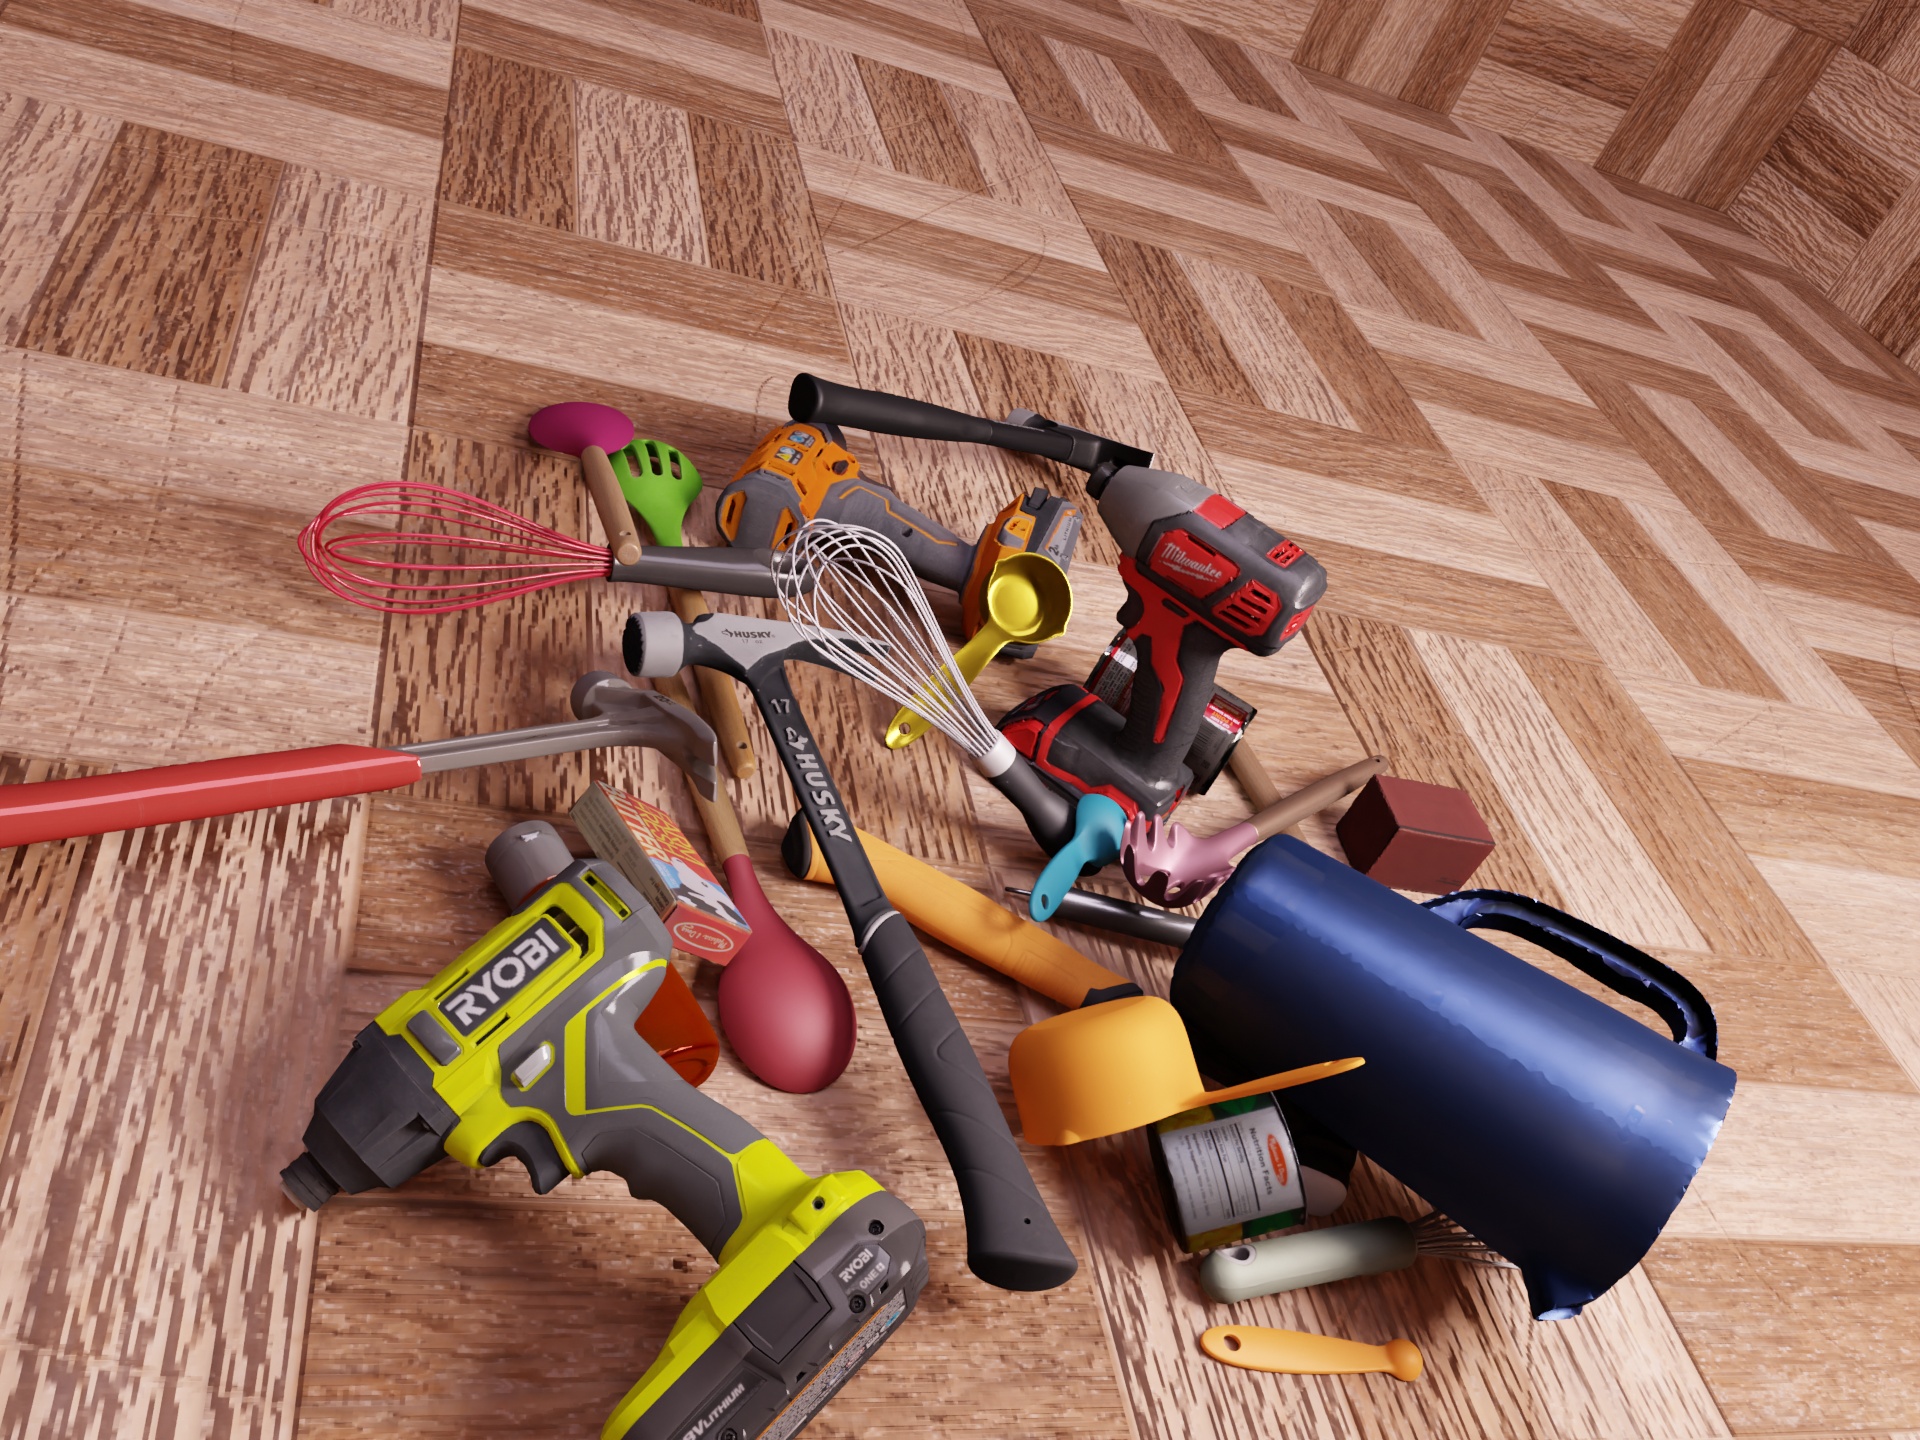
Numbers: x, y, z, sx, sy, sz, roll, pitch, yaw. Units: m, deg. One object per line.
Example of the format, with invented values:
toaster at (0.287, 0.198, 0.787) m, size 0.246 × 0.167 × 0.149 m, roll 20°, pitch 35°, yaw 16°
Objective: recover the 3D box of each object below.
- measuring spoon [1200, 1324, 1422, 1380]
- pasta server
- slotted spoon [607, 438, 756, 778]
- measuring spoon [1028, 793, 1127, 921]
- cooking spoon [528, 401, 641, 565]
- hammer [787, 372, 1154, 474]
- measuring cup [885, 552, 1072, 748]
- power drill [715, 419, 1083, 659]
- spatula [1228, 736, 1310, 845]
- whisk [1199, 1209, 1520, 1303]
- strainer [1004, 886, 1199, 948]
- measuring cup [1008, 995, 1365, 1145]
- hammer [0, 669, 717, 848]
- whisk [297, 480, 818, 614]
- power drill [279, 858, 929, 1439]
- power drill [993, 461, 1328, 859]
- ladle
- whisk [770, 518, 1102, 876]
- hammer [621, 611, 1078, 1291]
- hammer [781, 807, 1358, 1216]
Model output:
measuring spoon at (0.163, 0.288, 0.729) m, size 0.117 × 0.011 × 0.021 m, roll 12°, pitch 38°, yaw -18°
pasta server at (0.192, 0.057, 0.974) m, size 0.060 × 0.040 × 0.316 m, roll 39°, pitch 34°, yaw 26°
slotted spoon at (-0.168, -0.082, 0.977) m, size 0.070 × 0.031 × 0.314 m, roll -2°, pitch 46°, yaw -25°
measuring spoon at (0.067, 0.076, 0.860) m, size 0.128 × 0.021 × 0.042 m, roll -43°, pitch 115°, yaw -59°
cooking spoon at (-0.219, -0.153, 0.963) m, size 0.068 × 0.017 × 0.319 m, roll -4°, pitch 26°, yaw -17°
hammer at (0.005, -0.207, 1.131) m, size 0.146 × 0.035 × 0.334 m, roll 27°, pitch 18°, yaw 34°
measuring cup at (0.006, -0.039, 0.977) m, size 0.062 × 0.029 × 0.156 m, roll 46°, pitch 76°, yaw -10°
power drill at (-0.037, -0.139, 1.081) m, size 0.226 × 0.084 × 0.164 m, roll 21°, pitch 35°, yaw -1°
spatula at (0.210, 0.070, 1.019) m, size 0.059 × 0.018 × 0.316 m, roll 2°, pitch 44°, yaw -31°
whisk at (0.222, 0.255, 0.781) m, size 0.246 × 0.059 × 0.058 m, roll -1°, pitch 7°, yaw -26°
strainer at (0.149, 0.127, 0.896) m, size 0.258 × 0.050 × 0.087 m, roll 15°, pitch 2°, yaw -5°
measuring cup at (0.098, 0.150, 0.726) m, size 0.095 × 0.173 × 0.052 m, roll -7°, pitch 78°, yaw -55°
hammer at (-0.295, 0.028, 0.714) m, size 0.359 × 0.036 × 0.149 m, roll -9°, pitch 19°, yaw -30°
whisk at (-0.221, -0.093, 0.914) m, size 0.295 × 0.073 × 0.073 m, roll 2°, pitch 42°, yaw -25°
power drill at (-0.137, 0.179, 0.609) m, size 0.223 × 0.080 × 0.171 m, roll 40°, pitch 67°, yaw 21°
power drill at (0.101, -0.038, 0.916) m, size 0.143 × 0.219 × 0.078 m, roll 37°, pitch 37°, yaw 14°
ladle at (-0.123, 0.057, 0.833) m, size 0.069 × 0.031 × 0.316 m, roll 1°, pitch 41°, yaw -30°
whisk at (-0.002, -0.002, 0.853) m, size 0.284 × 0.070 × 0.070 m, roll 49°, pitch 24°, yaw -32°
hammer at (-0.043, 0.089, 0.780) m, size 0.149 × 0.036 × 0.409 m, roll -1°, pitch 46°, yaw -32°
hammer at (0.060, 0.131, 0.843) m, size 0.337 × 0.034 × 0.127 m, roll 28°, pitch 37°, yaw 3°
